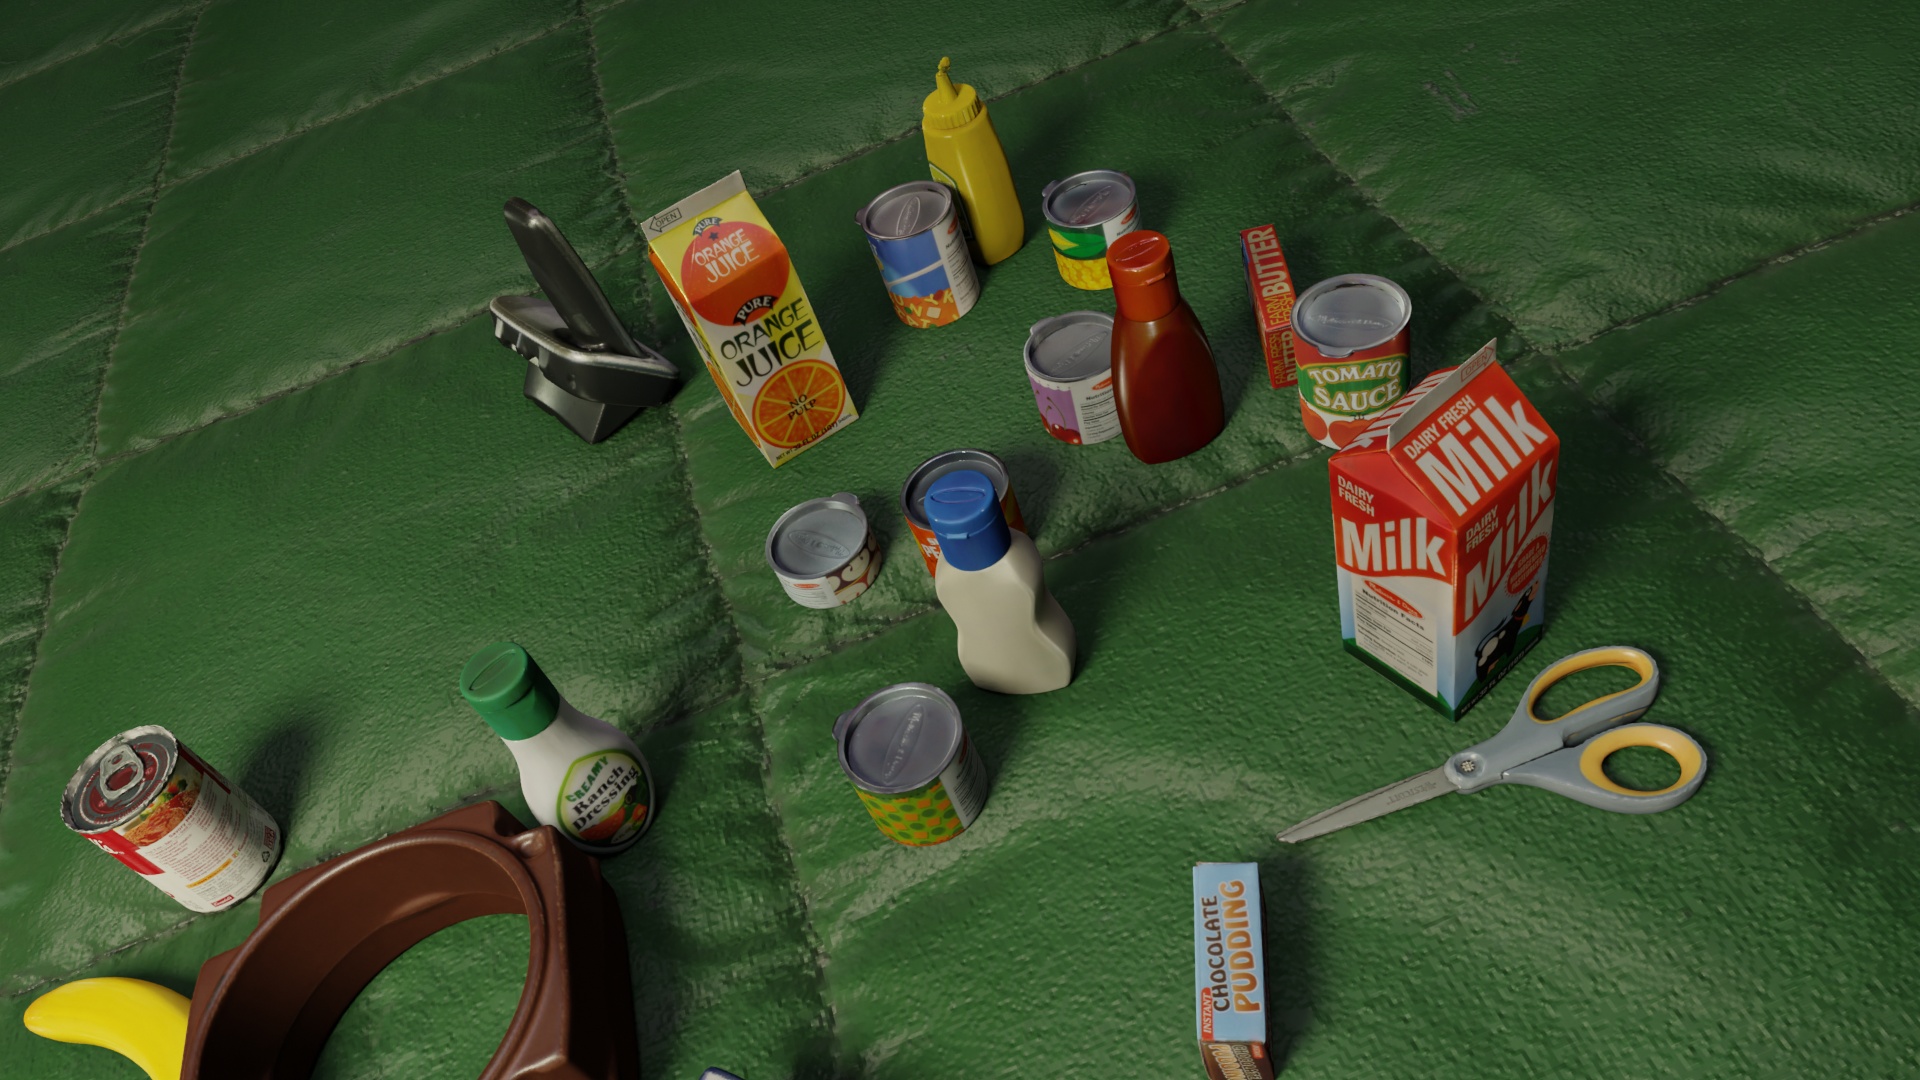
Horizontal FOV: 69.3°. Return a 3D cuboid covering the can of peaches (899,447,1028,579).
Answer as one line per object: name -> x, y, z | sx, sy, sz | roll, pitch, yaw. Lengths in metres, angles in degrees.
can of peaches -> 0.003, -0.010, 0.829 | 0.071, 0.057, 0.071 | -10, 47, 11

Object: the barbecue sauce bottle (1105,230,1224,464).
barbecue sauce bottle -> 0.117, -0.113, 0.820 | 0.065, 0.147, 0.044 | -26, 46, -4

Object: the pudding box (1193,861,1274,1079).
pudding box -> 0.121, 0.190, 0.614 | 0.030, 0.049, 0.084 | -6, 48, 15

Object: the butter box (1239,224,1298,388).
butter box -> 0.201, -0.151, 0.891 | 0.024, 0.053, 0.104 | -11, 47, 10

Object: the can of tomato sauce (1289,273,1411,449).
can of tomato sauce -> 0.231, -0.102, 0.816 | 0.071, 0.082, 0.071 | -10, 47, 11

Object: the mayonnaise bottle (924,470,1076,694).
mayonnaise bottle -> 0.018, 0.025, 0.730 | 0.065, 0.147, 0.041 | -2, 49, 18

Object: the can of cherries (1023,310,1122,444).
can of cherries -> 0.077, -0.105, 0.888 | 0.071, 0.058, 0.072 | -10, 47, 11

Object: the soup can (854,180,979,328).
soup can -> -0.030, -0.205, 0.997 | 0.071, 0.083, 0.072 | -10, 47, 11

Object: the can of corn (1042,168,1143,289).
can of corn -> 0.094, -0.221, 0.987 | 0.071, 0.058, 0.071 | -10, 47, 11

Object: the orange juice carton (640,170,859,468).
orange juice carton -> -0.139, -0.147, 0.908 | 0.072, 0.191, 0.073 | -32, 47, -10

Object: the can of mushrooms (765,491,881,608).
can of mushrooms -> -0.083, 0.006, 0.861 | 0.071, 0.033, 0.071 | -10, 47, 11

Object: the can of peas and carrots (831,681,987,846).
can of peas and carrots -> -0.026, 0.117, 0.724 | 0.071, 0.058, 0.071 | -10, 47, 11

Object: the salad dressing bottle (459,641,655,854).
salad dressing bottle -> -0.211, 0.111, 0.732 | 0.044, 0.147, 0.064 | 29, 64, 36

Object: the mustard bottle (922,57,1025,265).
mustard bottle -> 0.003, -0.274, 0.996 | 0.049, 0.159, 0.065 | -34, 47, -12

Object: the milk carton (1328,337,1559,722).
milk carton -> 0.227, -0.006, 0.656 | 0.072, 0.189, 0.073 | -39, 49, -16
